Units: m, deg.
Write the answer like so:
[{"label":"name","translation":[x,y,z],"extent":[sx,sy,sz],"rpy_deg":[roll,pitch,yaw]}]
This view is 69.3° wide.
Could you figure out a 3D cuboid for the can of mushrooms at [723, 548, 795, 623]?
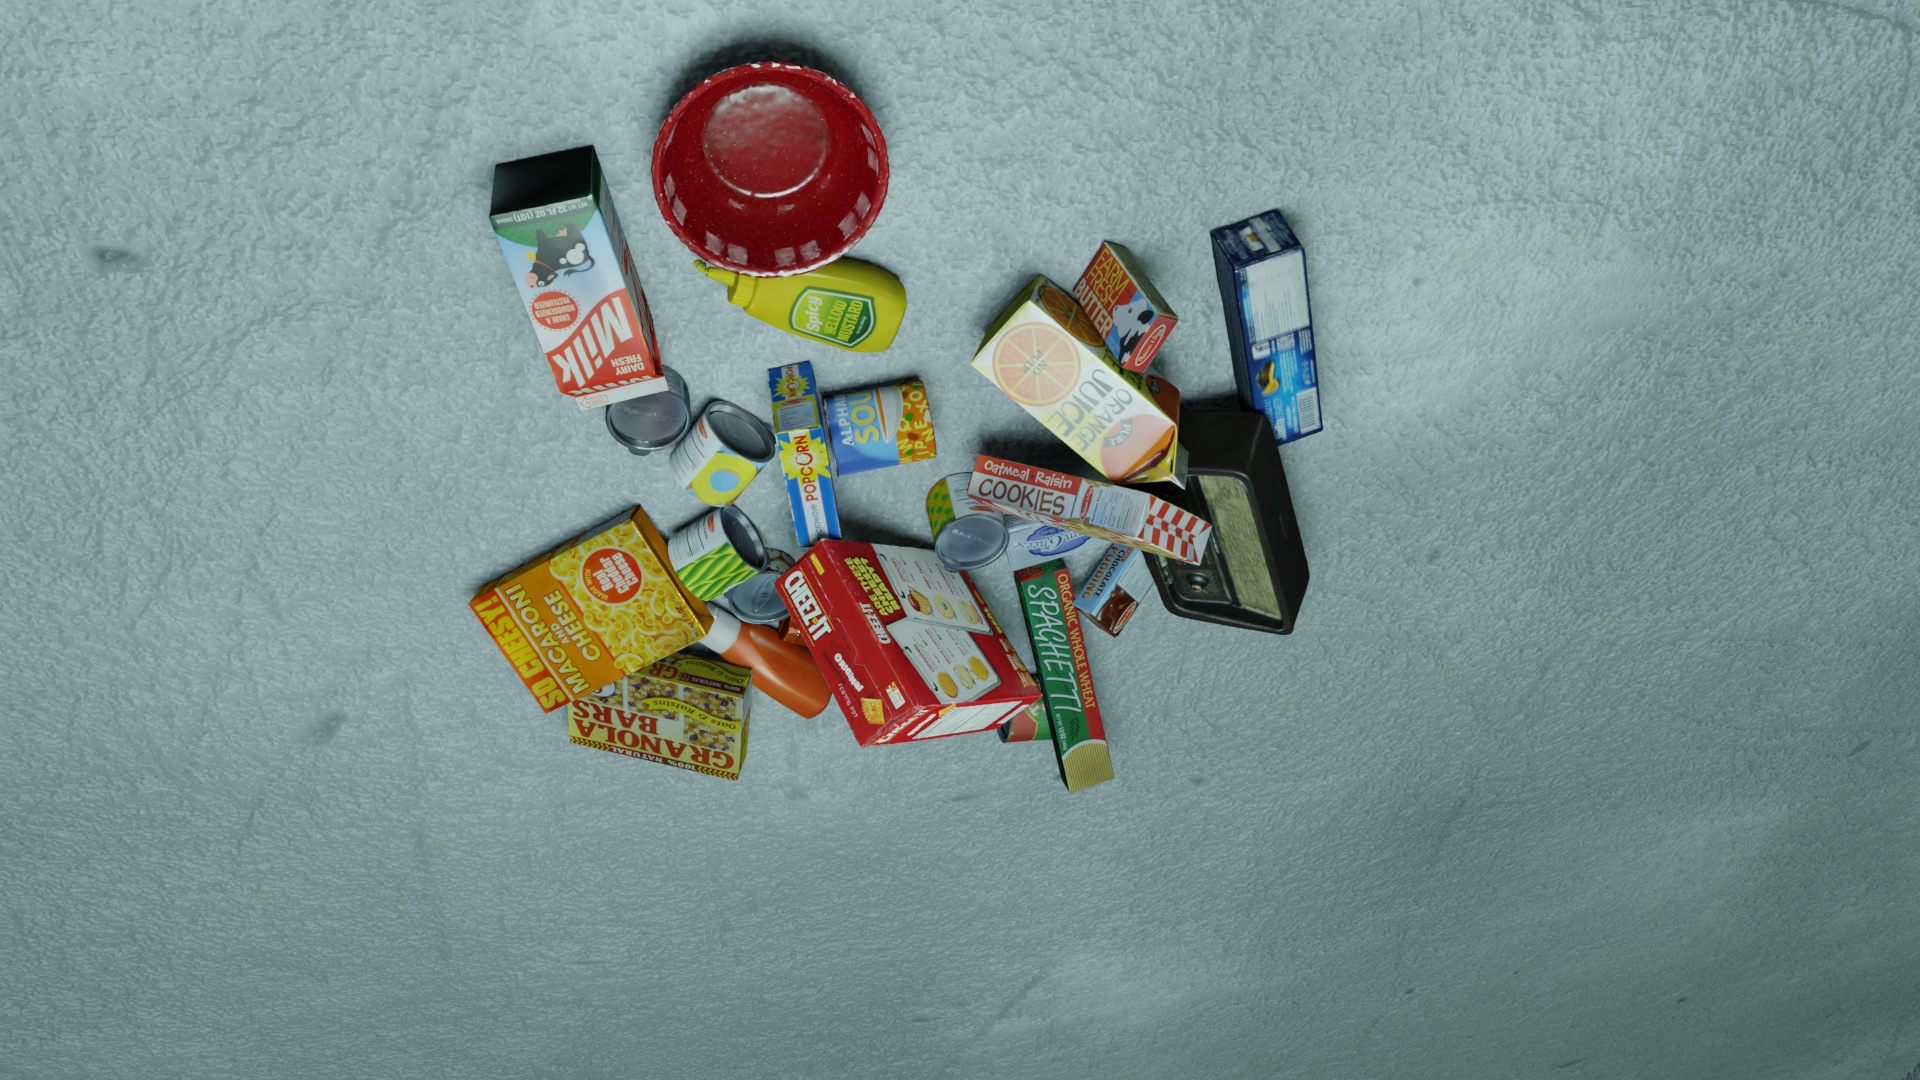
[{"label":"can of mushrooms","translation":[-0.179,0.041,1.251],"extent":[0.071,0.033,0.070],"rpy_deg":[-7,134,-7]}]

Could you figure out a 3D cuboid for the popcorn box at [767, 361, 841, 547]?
[{"label":"popcorn box","translation":[-0.126,-0.068,1.127],"extent":[0.038,0.085,0.126],"rpy_deg":[-9,134,-4]}]

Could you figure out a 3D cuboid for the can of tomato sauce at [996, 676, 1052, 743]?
[{"label":"can of tomato sauce","translation":[0.082,0.170,1.417],"extent":[0.083,0.071,0.070],"rpy_deg":[-2,133,-14]}]

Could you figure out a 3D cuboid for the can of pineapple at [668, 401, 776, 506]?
[{"label":"can of pineapple","translation":[-0.192,-0.069,1.123],"extent":[0.071,0.071,0.057],"rpy_deg":[26,122,-33]}]

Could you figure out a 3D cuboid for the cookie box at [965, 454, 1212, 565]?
[{"label":"cookie box","translation":[0.106,-0.025,1.155],"extent":[0.123,0.167,0.040],"rpy_deg":[19,88,-55]}]

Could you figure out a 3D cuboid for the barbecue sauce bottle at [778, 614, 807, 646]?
[{"label":"barbecue sauce bottle","translation":[-0.097,0.091,1.313],"extent":[0.149,0.044,0.064],"rpy_deg":[13,127,-24]}]

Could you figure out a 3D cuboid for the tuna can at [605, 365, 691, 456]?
[{"label":"tuna can","translation":[-0.248,-0.104,1.099],"extent":[0.071,0.033,0.070],"rpy_deg":[-7,133,-8]}]

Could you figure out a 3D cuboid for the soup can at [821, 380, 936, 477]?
[{"label":"soup can","translation":[-0.066,-0.093,1.131],"extent":[0.084,0.072,0.071],"rpy_deg":[-12,134,-4]}]

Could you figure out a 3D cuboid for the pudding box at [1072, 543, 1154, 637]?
[{"label":"pudding box","translation":[0.149,0.043,1.315],"extent":[0.049,0.030,0.084],"rpy_deg":[40,82,-40]}]

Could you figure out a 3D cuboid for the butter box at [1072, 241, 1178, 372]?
[{"label":"butter box","translation":[0.127,-0.181,1.074],"extent":[0.024,0.104,0.053],"rpy_deg":[10,128,-33]}]

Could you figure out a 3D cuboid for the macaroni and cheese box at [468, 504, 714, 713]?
[{"label":"macaroni and cheese box","translation":[-0.317,0.061,1.200],"extent":[0.166,0.040,0.123],"rpy_deg":[-26,107,11]}]

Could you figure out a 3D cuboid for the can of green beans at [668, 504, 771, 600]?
[{"label":"can of green beans","translation":[-0.208,0.011,1.193],"extent":[0.057,0.071,0.071],"rpy_deg":[-29,132,14]}]

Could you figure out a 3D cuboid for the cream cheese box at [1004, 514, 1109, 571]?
[{"label":"cream cheese box","translation":[0.090,-0.010,1.279],"extent":[0.104,0.024,0.053],"rpy_deg":[-16,135,1]}]

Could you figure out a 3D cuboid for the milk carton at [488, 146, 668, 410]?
[{"label":"milk carton","translation":[-0.269,-0.175,0.997],"extent":[0.072,0.074,0.189],"rpy_deg":[-13,133,-2]}]

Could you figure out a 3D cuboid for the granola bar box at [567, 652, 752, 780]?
[{"label":"granola bar box","translation":[-0.280,0.155,1.292],"extent":[0.166,0.039,0.123],"rpy_deg":[13,132,2]}]

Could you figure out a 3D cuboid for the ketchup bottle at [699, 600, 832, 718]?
[{"label":"ketchup bottle","translation":[-0.186,0.107,1.295],"extent":[0.148,0.065,0.043],"rpy_deg":[35,125,-27]}]

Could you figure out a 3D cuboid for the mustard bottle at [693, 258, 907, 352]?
[{"label":"mustard bottle","translation":[-0.122,-0.185,1.043],"extent":[0.160,0.049,0.065],"rpy_deg":[9,128,-22]}]

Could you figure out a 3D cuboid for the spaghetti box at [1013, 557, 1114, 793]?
[{"label":"spaghetti box","translation":[0.102,0.134,1.355],"extent":[0.050,0.029,0.249],"rpy_deg":[-18,114,-9]}]

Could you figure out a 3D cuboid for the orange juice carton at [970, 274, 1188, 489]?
[{"label":"orange juice carton","translation":[0.108,-0.115,1.100],"extent":[0.192,0.072,0.072],"rpy_deg":[39,118,-9]}]

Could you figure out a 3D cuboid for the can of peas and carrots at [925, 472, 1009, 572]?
[{"label":"can of peas and carrots","translation":[0.004,-0.015,1.228],"extent":[0.071,0.059,0.070],"rpy_deg":[-7,134,-7]}]
